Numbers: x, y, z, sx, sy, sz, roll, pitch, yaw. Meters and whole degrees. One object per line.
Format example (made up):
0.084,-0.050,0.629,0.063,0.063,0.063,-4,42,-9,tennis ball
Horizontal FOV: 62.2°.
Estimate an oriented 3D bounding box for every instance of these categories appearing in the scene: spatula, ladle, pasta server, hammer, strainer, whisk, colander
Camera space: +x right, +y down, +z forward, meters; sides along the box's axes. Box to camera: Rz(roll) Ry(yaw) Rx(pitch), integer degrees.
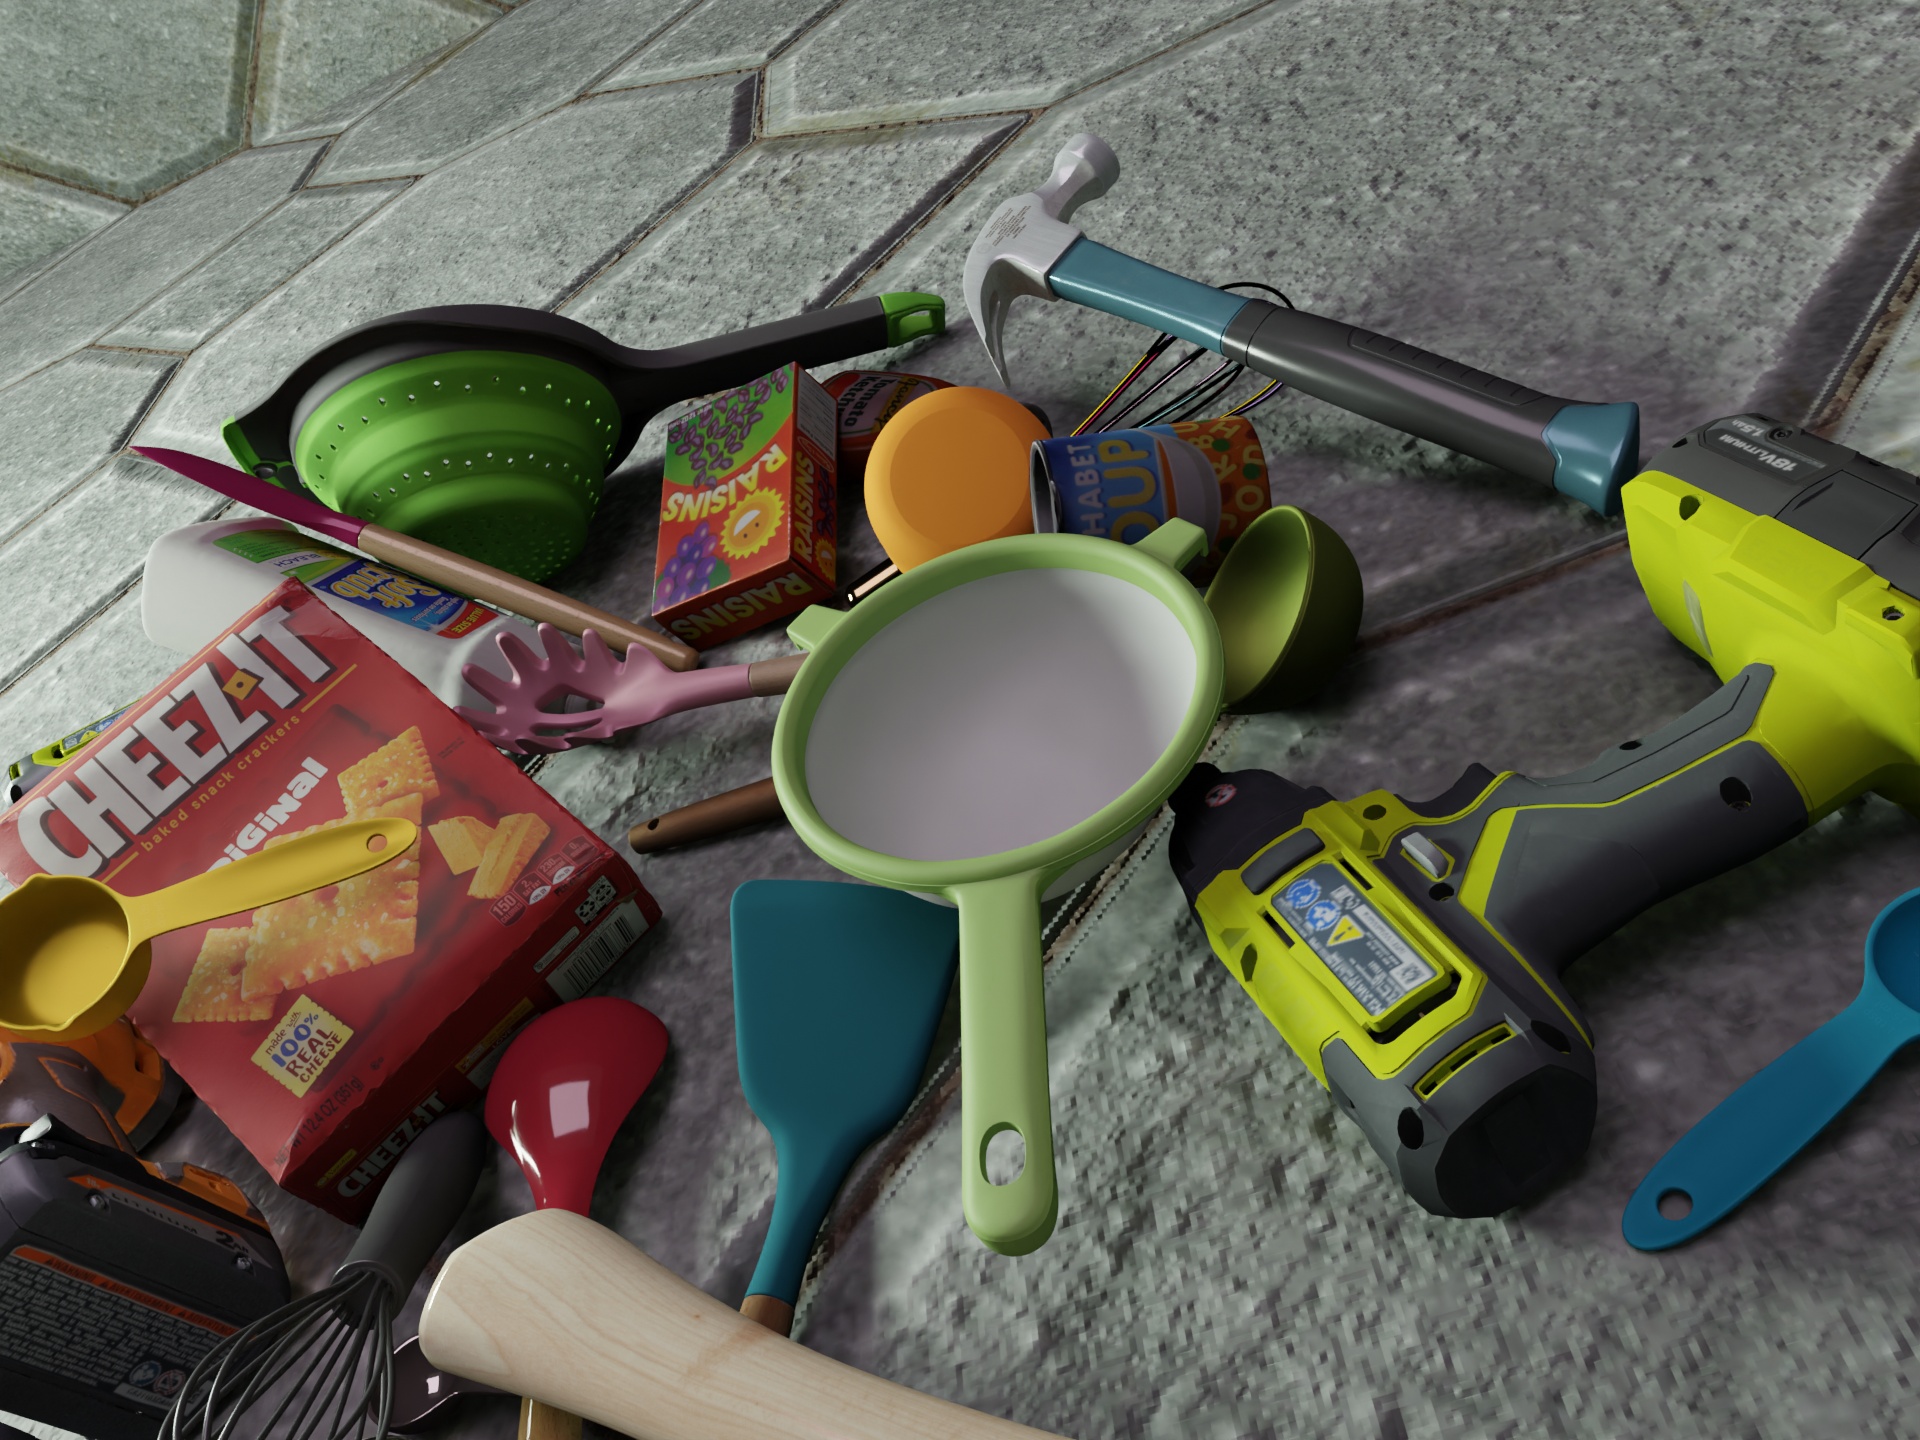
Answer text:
-0.064,0.184,0.446,0.082,0.044,0.318,5,47,10,spatula
-0.001,-0.002,0.613,0.320,0.062,0.078,-18,44,21,ladle
-0.122,0.189,0.476,0.069,0.031,0.316,-18,35,2,ladle
-0.064,-0.025,0.668,0.316,0.040,0.060,-8,56,16,pasta server
0.130,-0.161,0.666,0.331,0.033,0.128,32,76,36,hammer
0.019,0.050,0.494,0.151,0.069,0.257,-13,46,12,strainer
-0.178,0.168,0.476,0.055,0.055,0.239,-29,9,1,whisk
0.032,0.188,0.349,0.411,0.038,0.146,4,49,29,hammer
-0.190,-0.151,0.881,0.397,0.204,0.095,-16,71,-6,colander
0.050,-0.123,0.730,0.245,0.047,0.051,-34,38,0,whisk

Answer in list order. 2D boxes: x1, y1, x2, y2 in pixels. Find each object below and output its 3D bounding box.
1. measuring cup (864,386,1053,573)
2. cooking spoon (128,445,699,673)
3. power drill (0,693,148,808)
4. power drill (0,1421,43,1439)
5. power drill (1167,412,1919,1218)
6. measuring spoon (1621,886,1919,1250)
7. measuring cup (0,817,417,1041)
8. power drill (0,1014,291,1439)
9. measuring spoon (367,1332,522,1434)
0.043,-0.104,0.679,0.173,0.052,0.095,-7,83,8,measuring cup
-0.274,-0.083,0.793,0.319,0.068,0.017,21,89,10,cooking spoon
-0.377,0.030,0.808,0.190,0.080,0.229,-32,31,-19,power drill
-0.332,0.319,0.447,0.164,0.084,0.227,-4,48,30,power drill
0.174,0.015,0.458,0.223,0.080,0.171,-35,37,-1,power drill
0.216,0.090,0.394,0.128,0.021,0.042,-41,39,1,measuring spoon
-0.272,0.070,0.576,0.156,0.029,0.062,-19,65,-14,measuring cup
-0.354,0.144,0.577,0.084,0.185,0.226,-49,42,-9,power drill
-0.127,0.206,0.494,0.124,0.018,0.034,-10,34,15,measuring spoon
